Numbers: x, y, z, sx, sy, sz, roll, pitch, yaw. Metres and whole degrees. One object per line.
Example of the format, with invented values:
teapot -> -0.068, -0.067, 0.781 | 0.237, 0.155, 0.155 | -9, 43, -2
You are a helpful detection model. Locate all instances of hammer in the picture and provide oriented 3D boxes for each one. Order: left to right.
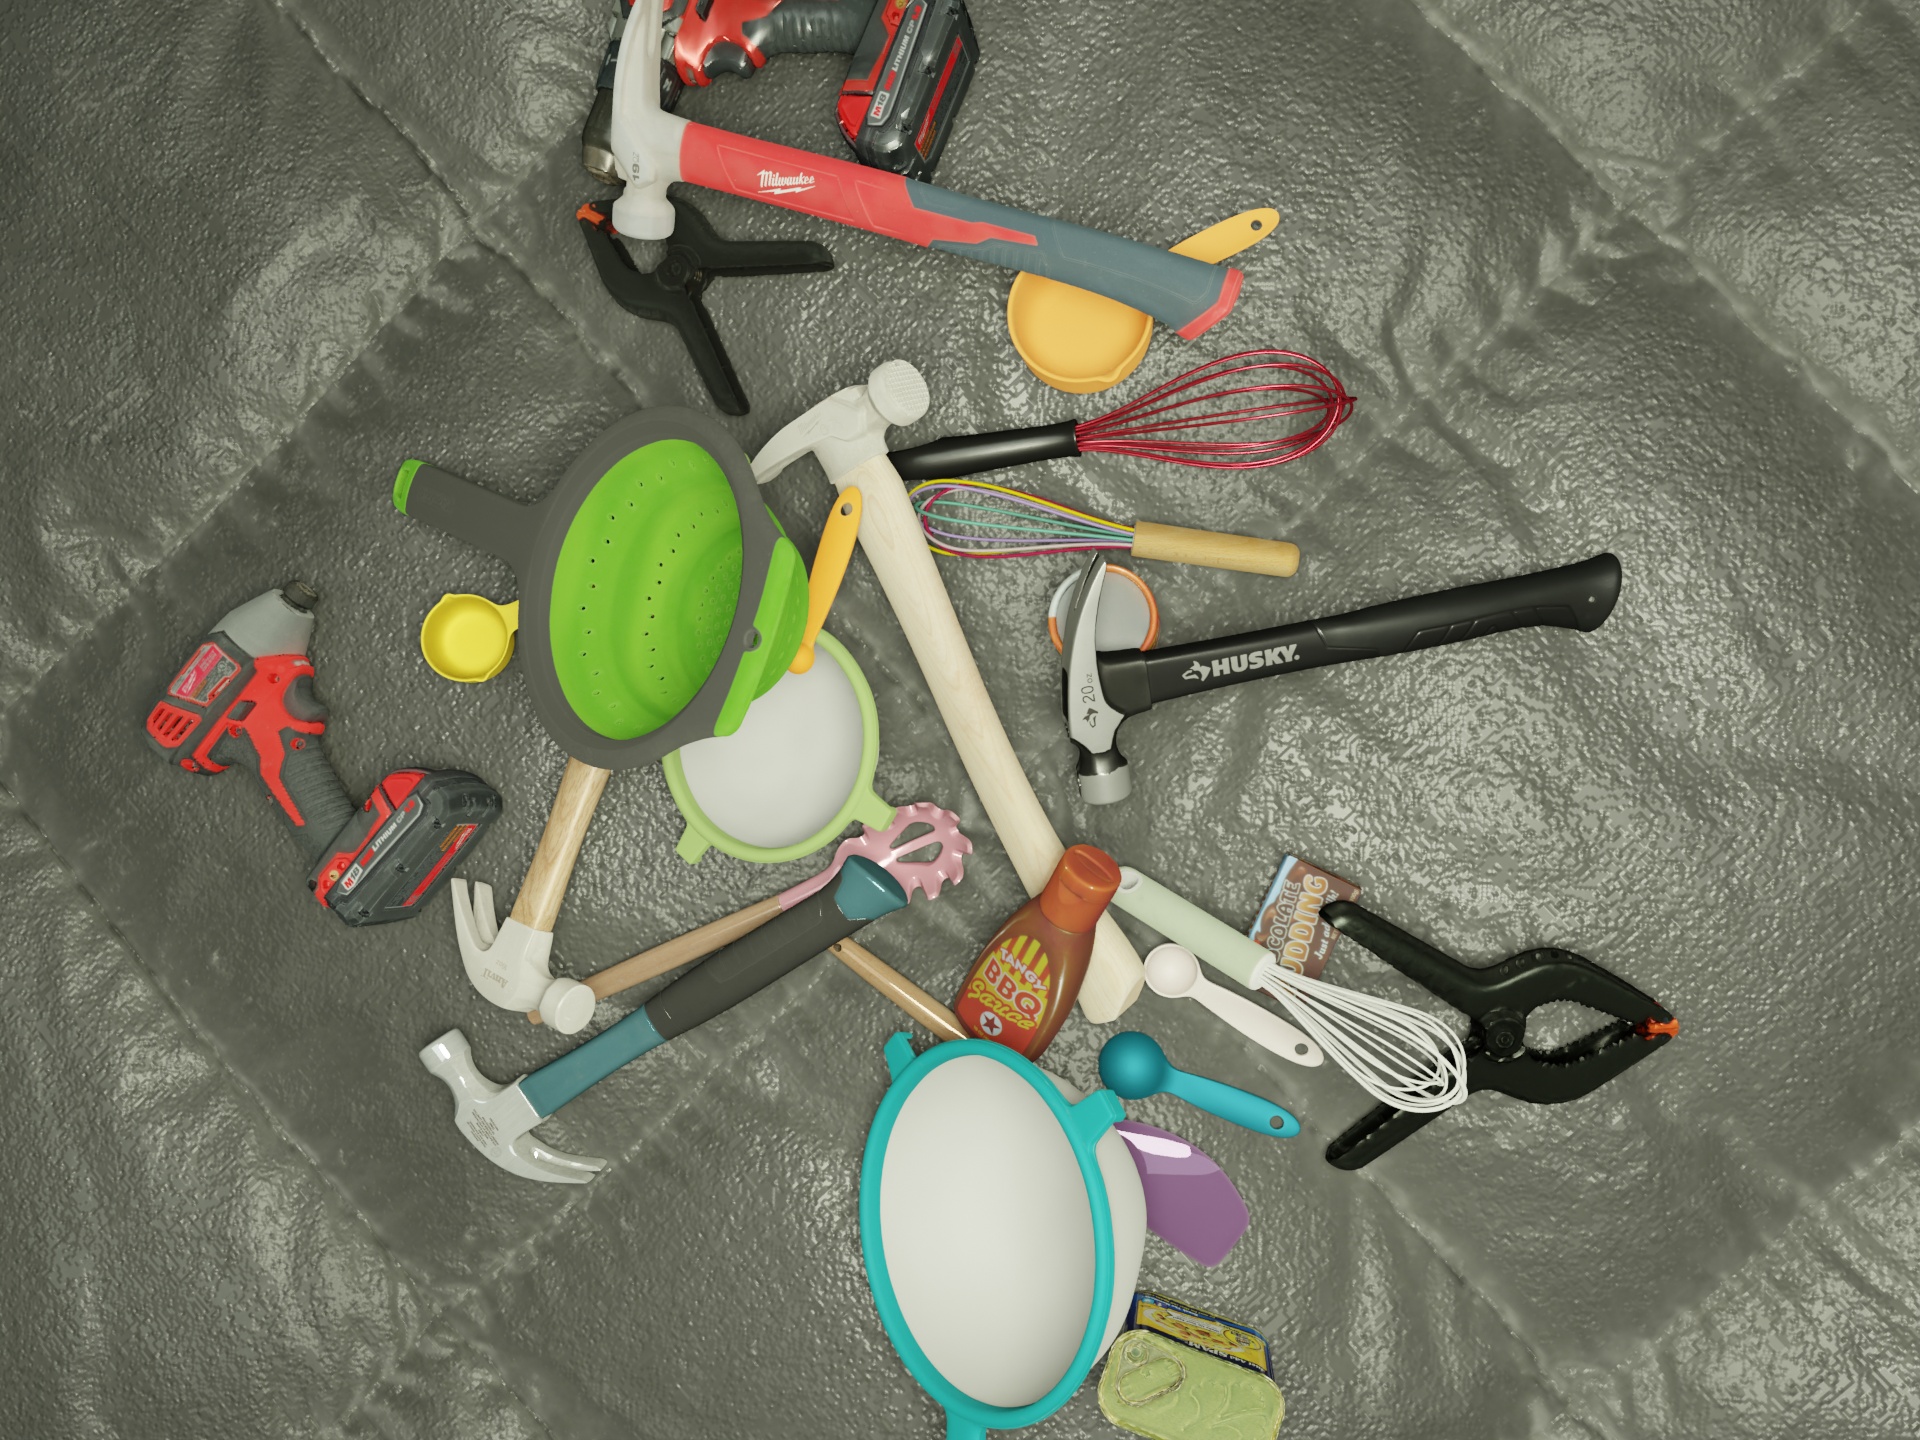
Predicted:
hammer -> -0.232, 0.019, 1.003 | 0.130, 0.031, 0.331 | 15, 83, 35
hammer -> -0.178, 0.179, 0.989 | 0.331, 0.033, 0.128 | -33, 91, 13
hammer -> -0.022, -0.311, 0.927 | 0.386, 0.038, 0.143 | 17, 124, 9
hammer -> -0.002, -0.003, 0.974 | 0.146, 0.038, 0.410 | -24, 92, 40
hammer -> 0.221, -0.053, 0.924 | 0.334, 0.035, 0.146 | -12, 110, -3

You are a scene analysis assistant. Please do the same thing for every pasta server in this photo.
pasta server -> -0.137, 0.129, 1.003 | 0.316, 0.040, 0.060 | -24, 94, 9

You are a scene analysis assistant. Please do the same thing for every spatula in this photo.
spatula -> 0.042, 0.224, 0.985 | 0.316, 0.018, 0.060 | 35, 98, 7

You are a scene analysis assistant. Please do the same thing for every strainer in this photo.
strainer -> -0.114, -0.040, 0.990 | 0.151, 0.069, 0.256 | -12, 83, 24
strainer -> 0.035, 0.354, 0.925 | 0.211, 0.095, 0.340 | 2, 88, 49

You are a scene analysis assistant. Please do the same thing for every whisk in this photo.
whisk -> 0.084, -0.113, 0.980 | 0.245, 0.051, 0.047 | 8, 98, 3
whisk -> 0.091, -0.176, 0.970 | 0.296, 0.073, 0.073 | -6, 88, 13
whisk -> 0.181, 0.149, 0.915 | 0.246, 0.059, 0.058 | 30, 64, 34

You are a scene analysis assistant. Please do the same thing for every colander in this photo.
colander -> -0.212, -0.094, 0.960 | 0.397, 0.094, 0.204 | 24, 97, 39

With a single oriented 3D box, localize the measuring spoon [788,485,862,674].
measuring spoon -> -0.081, -0.083, 0.935 | 0.021, 0.011, 0.117 | 17, 87, 19

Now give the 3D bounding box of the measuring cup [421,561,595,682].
measuring cup -> -0.275, -0.073, 1.041 | 0.156, 0.029, 0.062 | -25, 86, -5

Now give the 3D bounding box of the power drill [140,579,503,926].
power drill -> -0.413, 0.018, 1.030 | 0.220, 0.078, 0.143 | 41, 94, 10

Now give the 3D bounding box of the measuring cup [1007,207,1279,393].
measuring cup -> 0.113, -0.263, 0.972 | 0.173, 0.052, 0.095 | -25, 85, 5

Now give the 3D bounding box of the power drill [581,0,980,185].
power drill -> -0.122, -0.403, 0.999 | 0.227, 0.080, 0.188 | 23, 92, 11

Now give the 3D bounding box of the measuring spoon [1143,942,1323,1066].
measuring spoon -> 0.168, 0.174, 0.973 | 0.124, 0.018, 0.034 | 32, 105, 1

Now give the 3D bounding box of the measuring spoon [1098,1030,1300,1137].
measuring spoon -> 0.145, 0.227, 0.967 | 0.128, 0.021, 0.042 | 19, 91, 9
